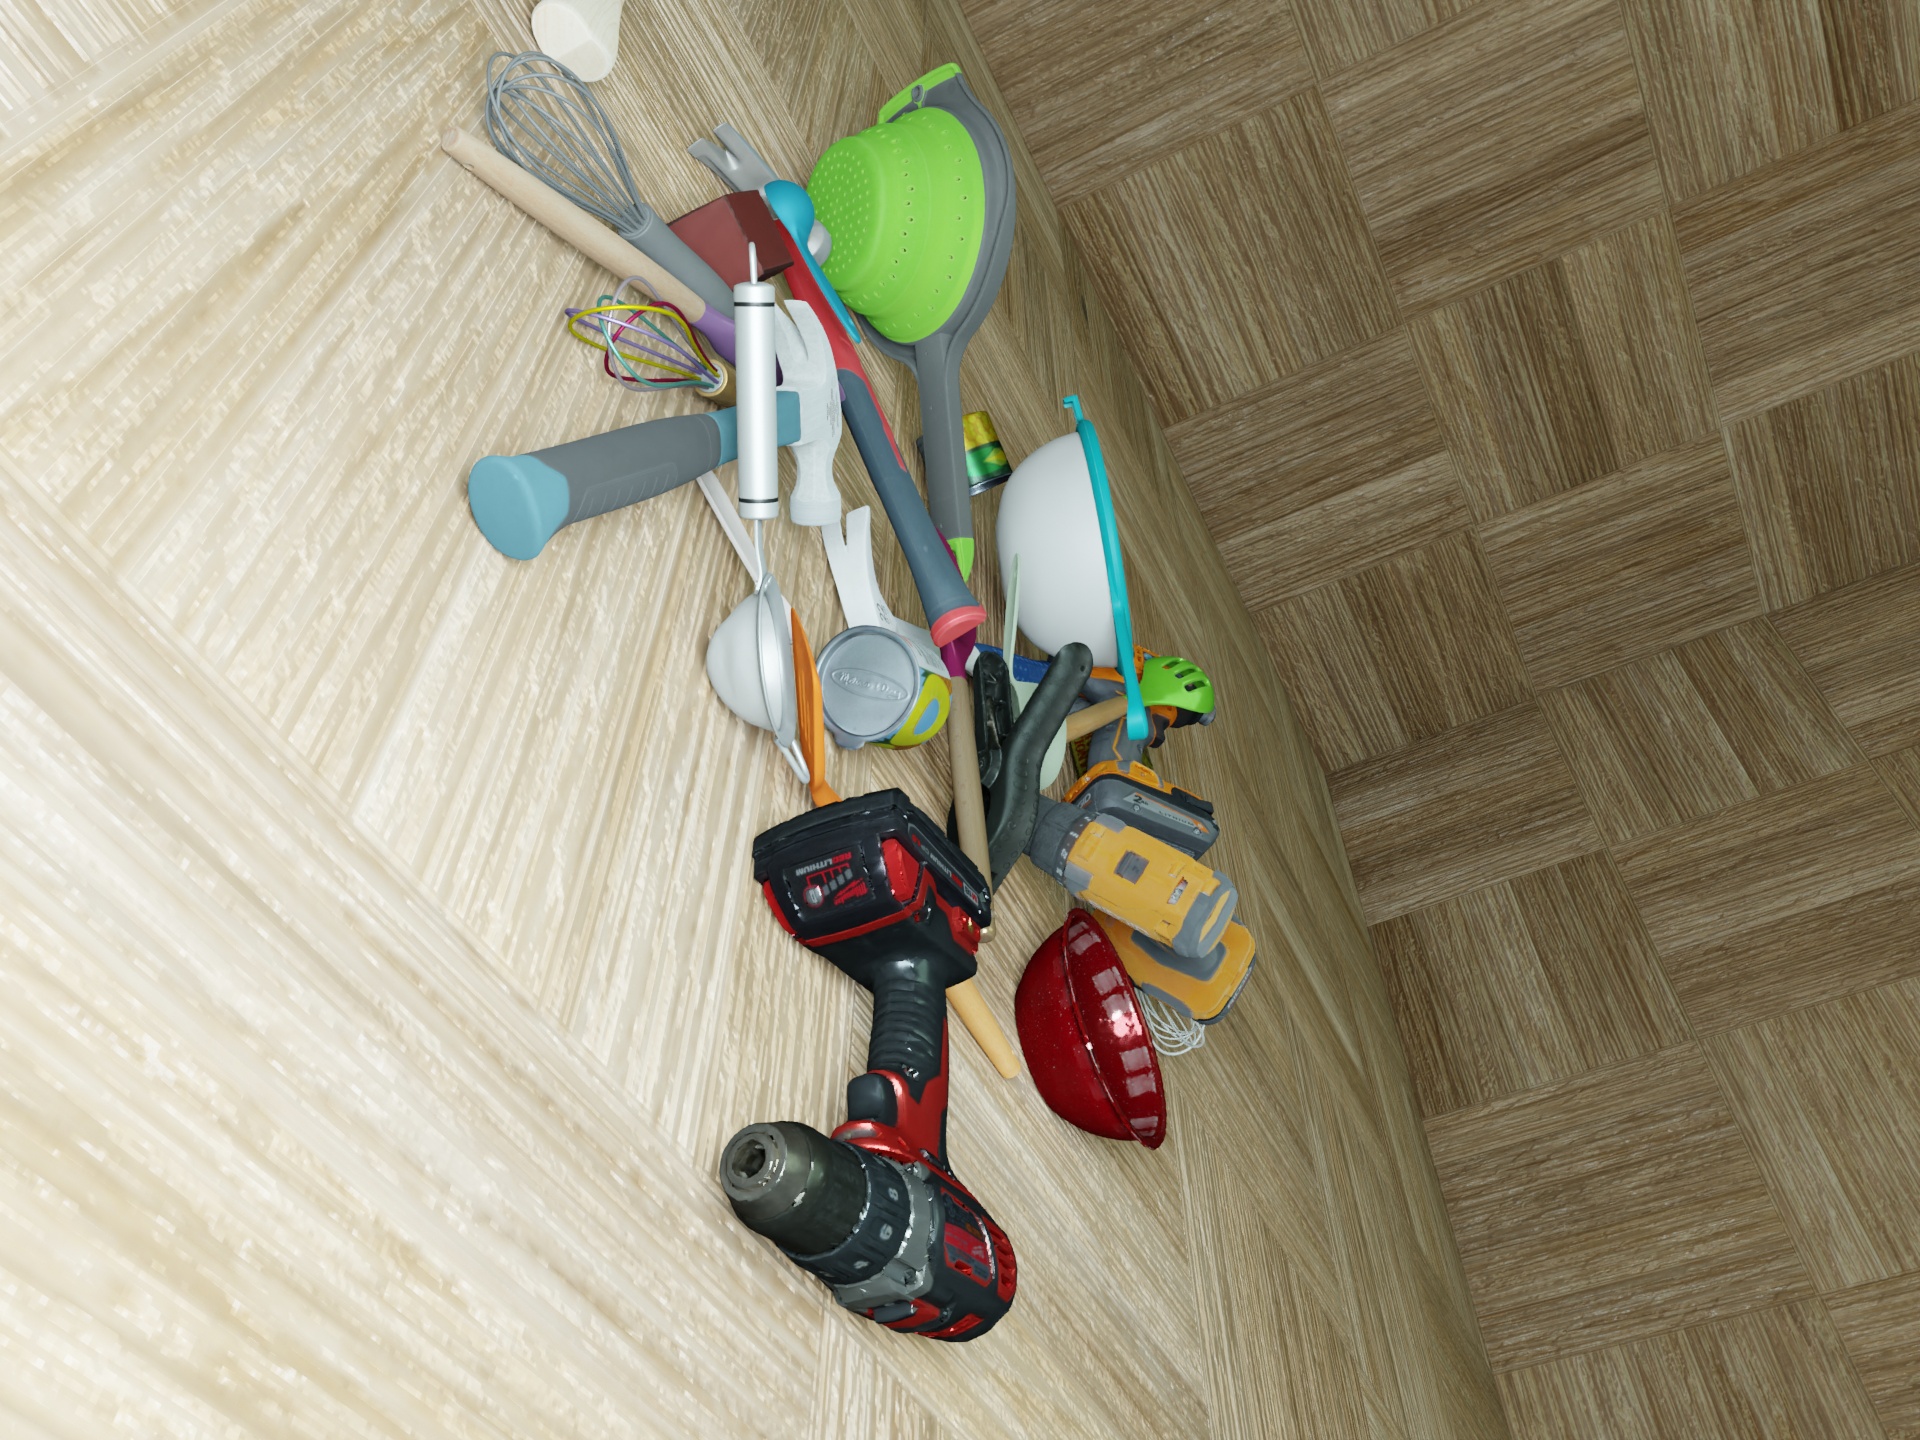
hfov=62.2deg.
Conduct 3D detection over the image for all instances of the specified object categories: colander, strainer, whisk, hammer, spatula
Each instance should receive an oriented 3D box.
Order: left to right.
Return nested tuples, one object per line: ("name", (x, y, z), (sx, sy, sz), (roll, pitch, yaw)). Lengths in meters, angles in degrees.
("hammer", (-0.221, -0.507, 1.027), (0.146, 0.038, 0.411), (56, 20, -32))
("whisk", (-0.174, -0.268, 0.849), (0.238, 0.055, 0.055), (41, 31, -61))
("spatula", (-0.157, -0.231, 0.855), (0.315, 0.060, 0.018), (24, 72, -59))
("hammer", (-0.129, -0.130, 0.766), (0.331, 0.033, 0.128), (-45, 137, -65))
("whisk", (-0.141, -0.190, 0.861), (0.051, 0.047, 0.245), (54, 11, 8))
("strainer", (-0.098, -0.094, 0.761), (0.087, 0.050, 0.258), (-84, 175, -75))
("hammer", (-0.075, -0.218, 1.030), (0.143, 0.038, 0.387), (34, 29, -61))
("colander", (-0.049, -0.298, 1.205), (0.094, 0.204, 0.397), (-3, 87, -38))
("spatula", (-0.029, 0.085, 0.870), (0.322, 0.041, 0.081), (61, 1, -31))
("hammer", (0.004, -0.052, 1.163), (0.405, 0.035, 0.144), (13, 57, -71))
("strainer", (0.081, -0.092, 1.244), (0.341, 0.095, 0.210), (-94, 174, -51))
("whisk", (0.134, 0.177, 1.285), (0.246, 0.059, 0.058), (57, -18, -22))

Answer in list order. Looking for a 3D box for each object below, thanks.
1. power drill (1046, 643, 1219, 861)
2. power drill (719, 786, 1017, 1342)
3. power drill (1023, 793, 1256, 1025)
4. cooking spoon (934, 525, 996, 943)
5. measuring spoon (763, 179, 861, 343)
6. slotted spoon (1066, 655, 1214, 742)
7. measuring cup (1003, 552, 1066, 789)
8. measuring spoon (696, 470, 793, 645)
("power drill", (0.157, 0.026, 1.360), (0.164, 0.084, 0.227), (21, 42, -21))
("power drill", (-0.043, 0.144, 0.700), (0.187, 0.080, 0.227), (49, 28, -48))
("power drill", (0.117, 0.128, 1.143), (0.185, 0.084, 0.226), (27, -14, 26))
("cooking spoon", (-0.002, -0.003, 0.991), (0.068, 0.017, 0.319), (46, 28, -46))
("measuring spoon", (-0.088, -0.300, 1.027), (0.129, 0.021, 0.042), (61, 15, 14))
("slotted spoon", (0.117, -0.005, 1.273), (0.070, 0.031, 0.313), (45, 37, 20))
("measuring cup", (0.049, -0.032, 1.090), (0.083, 0.038, 0.168), (147, -52, -71))
("measuring spoon", (-0.123, -0.093, 0.857), (0.124, 0.018, 0.034), (62, 20, 3))
